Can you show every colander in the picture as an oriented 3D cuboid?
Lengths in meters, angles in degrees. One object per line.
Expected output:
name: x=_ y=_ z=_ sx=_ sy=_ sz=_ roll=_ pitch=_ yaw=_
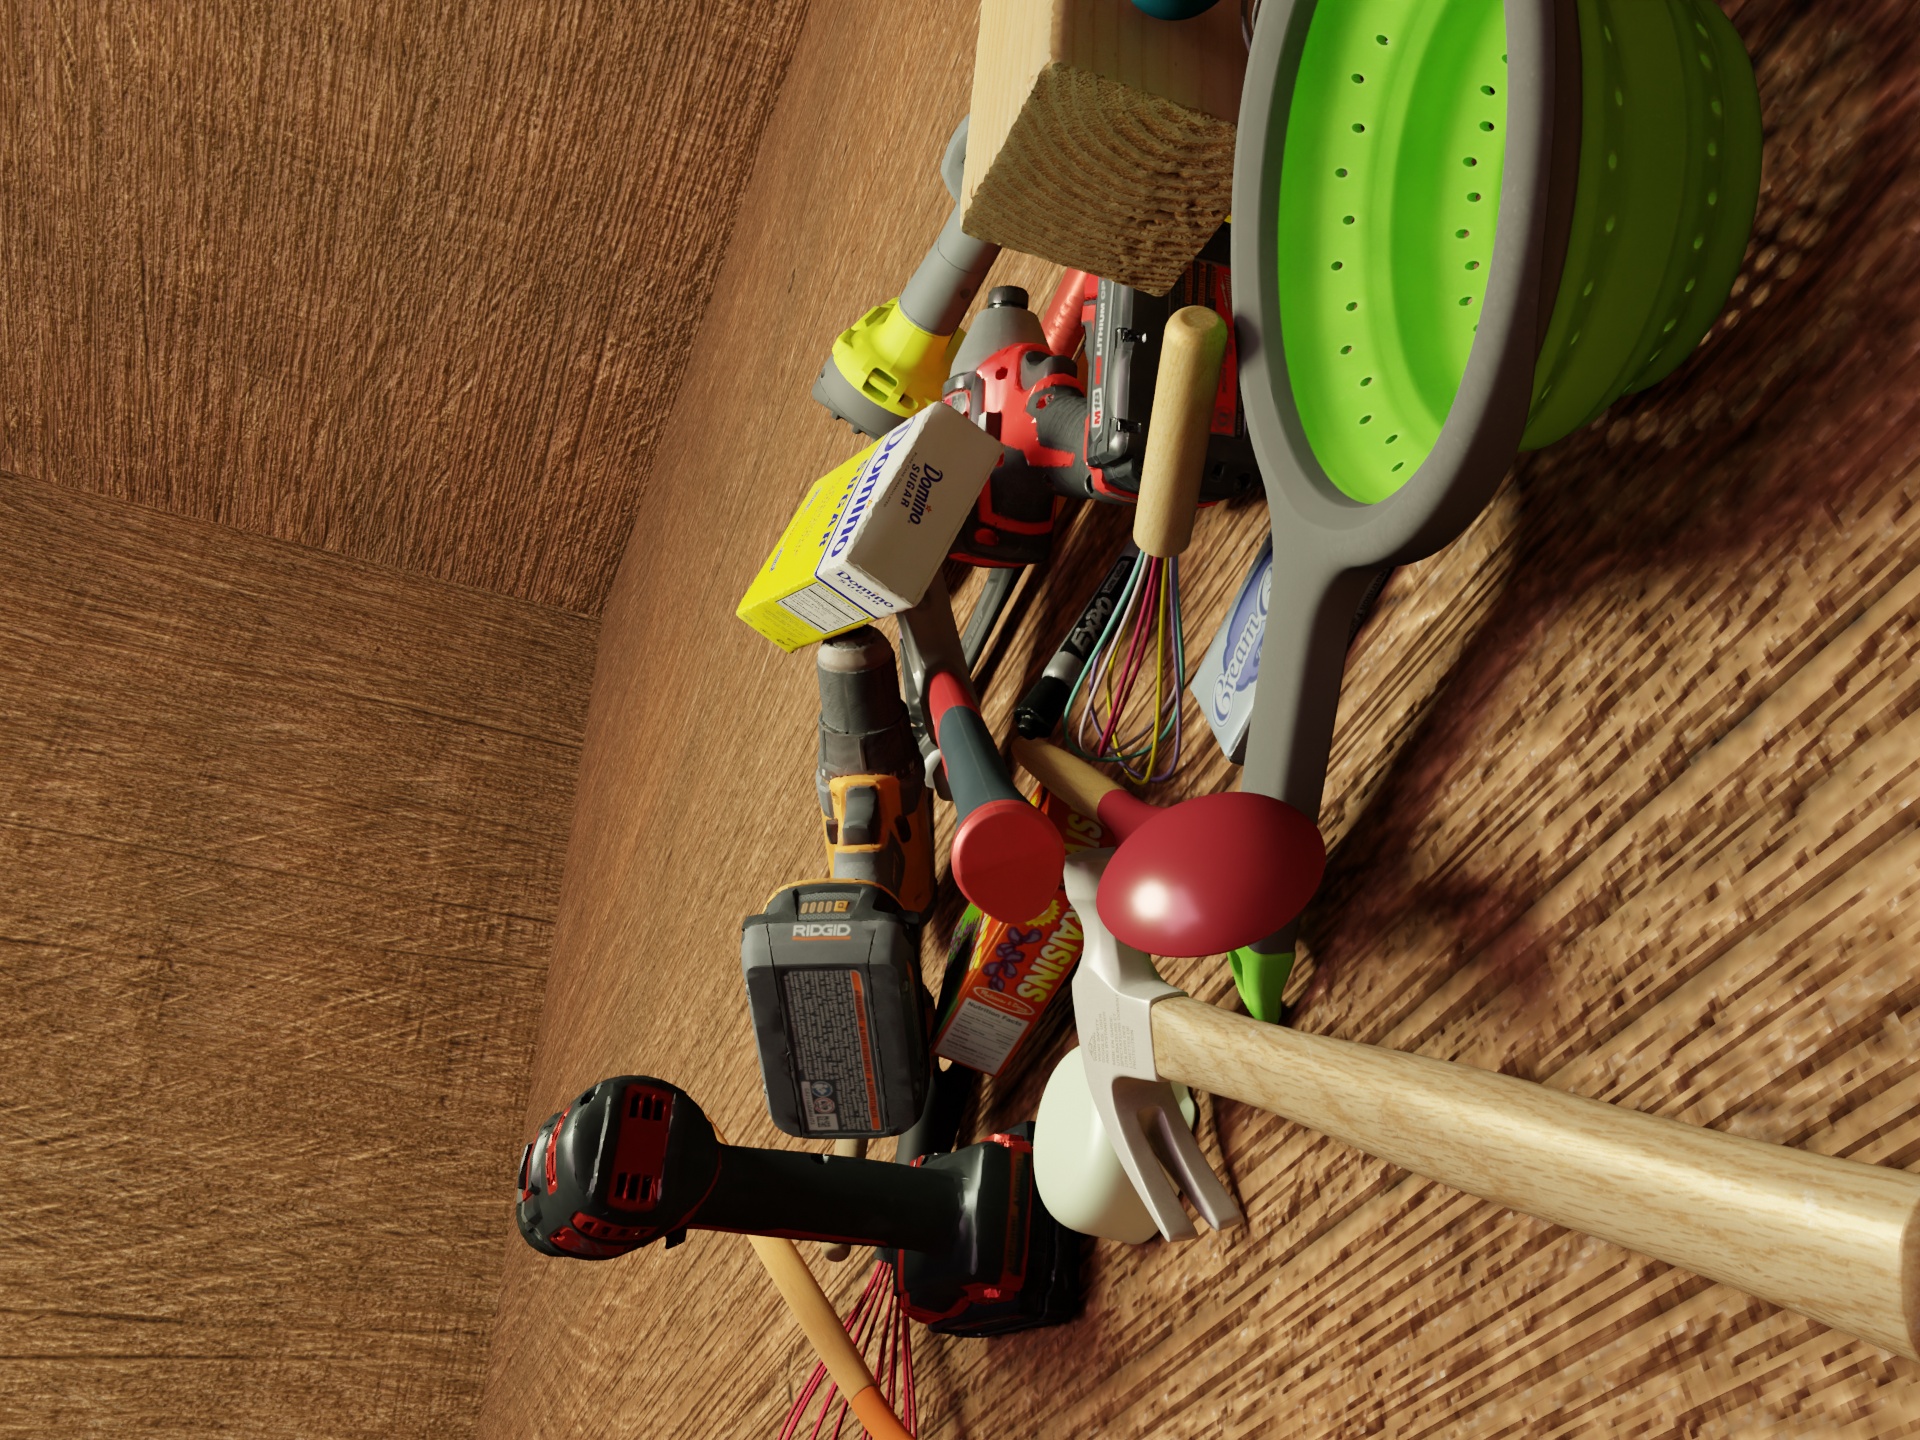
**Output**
colander: x=0.147 y=-0.074 z=0.481 sx=0.205 sy=0.094 sz=0.396 roll=-108 pitch=18 yaw=-60

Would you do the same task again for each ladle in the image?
ladle: x=0.053 y=0.029 z=0.588 sx=0.031 sy=0.069 sz=0.315 roll=63 pitch=175 yaw=-10

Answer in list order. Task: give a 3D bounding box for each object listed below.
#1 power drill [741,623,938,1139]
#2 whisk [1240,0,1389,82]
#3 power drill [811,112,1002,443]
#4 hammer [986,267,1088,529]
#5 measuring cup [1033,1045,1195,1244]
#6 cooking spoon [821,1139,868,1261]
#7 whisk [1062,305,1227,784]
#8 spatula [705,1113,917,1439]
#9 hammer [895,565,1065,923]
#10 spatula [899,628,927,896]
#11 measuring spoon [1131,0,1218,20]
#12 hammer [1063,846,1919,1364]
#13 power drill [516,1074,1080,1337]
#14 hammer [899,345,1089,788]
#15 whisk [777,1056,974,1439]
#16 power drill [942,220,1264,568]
power drill: x=-0.053 y=0.072 z=0.803 sx=0.226 sy=0.084 sz=0.185 roll=-83 pitch=-10 yaw=-60
whisk: x=0.184 y=-0.274 z=0.464 sx=0.246 sy=0.059 sz=0.058 roll=-32 pitch=15 yaw=38
power drill: x=0.010 y=-0.286 z=0.958 sx=0.228 sy=0.080 sz=0.191 roll=-54 pitch=3 yaw=37
hammer: x=0.068 y=-0.248 z=0.883 sx=0.149 sy=0.036 sz=0.358 roll=-89 pitch=20 yaw=-48
measuring cup: x=0.057 y=0.126 z=0.649 sx=0.083 sy=0.038 sz=0.168 roll=127 pitch=150 yaw=-51
cooking spoon: x=-0.051 y=0.168 z=0.896 sx=0.319 sy=0.017 sz=0.068 roll=-83 pitch=9 yaw=-55
whisk: x=0.073 y=-0.057 z=0.619 sx=0.244 sy=0.051 sz=0.047 roll=92 pitch=-170 yaw=-51
spatula: x=-0.061 y=0.292 z=0.736 sx=0.081 sy=0.041 sz=0.323 roll=-49 pitch=46 yaw=3
hammer: x=-0.001 y=-0.002 z=0.691 sx=0.386 sy=0.038 sz=0.143 roll=-112 pitch=7 yaw=-81
spatula: x=-0.030 y=-0.011 z=1.042 sx=0.059 sy=0.018 sz=0.316 roll=119 pitch=157 yaw=-45
measuring spoon: x=0.102 y=-0.270 z=0.548 sx=0.129 sy=0.021 sz=0.042 roll=-47 pitch=8 yaw=-37
hammer: x=0.120 y=0.110 z=0.446 sx=0.331 sy=0.031 sz=0.130 roll=178 pitch=85 yaw=-66
power drill: x=-0.079 y=0.212 z=0.687 sx=0.188 sy=0.226 sz=0.080 roll=134 pitch=146 yaw=-56
hammer: x=0.041 y=-0.120 z=0.884 sx=0.127 sy=0.034 sz=0.336 roll=-100 pitch=30 yaw=-49
whisk: x=-0.037 y=0.288 z=0.785 sx=0.073 sy=0.073 sz=0.296 roll=156 pitch=131 yaw=-68
power drill: x=0.054 y=-0.153 z=0.740 sx=0.220 sy=0.078 sz=0.143 roll=175 pitch=99 yaw=-65
